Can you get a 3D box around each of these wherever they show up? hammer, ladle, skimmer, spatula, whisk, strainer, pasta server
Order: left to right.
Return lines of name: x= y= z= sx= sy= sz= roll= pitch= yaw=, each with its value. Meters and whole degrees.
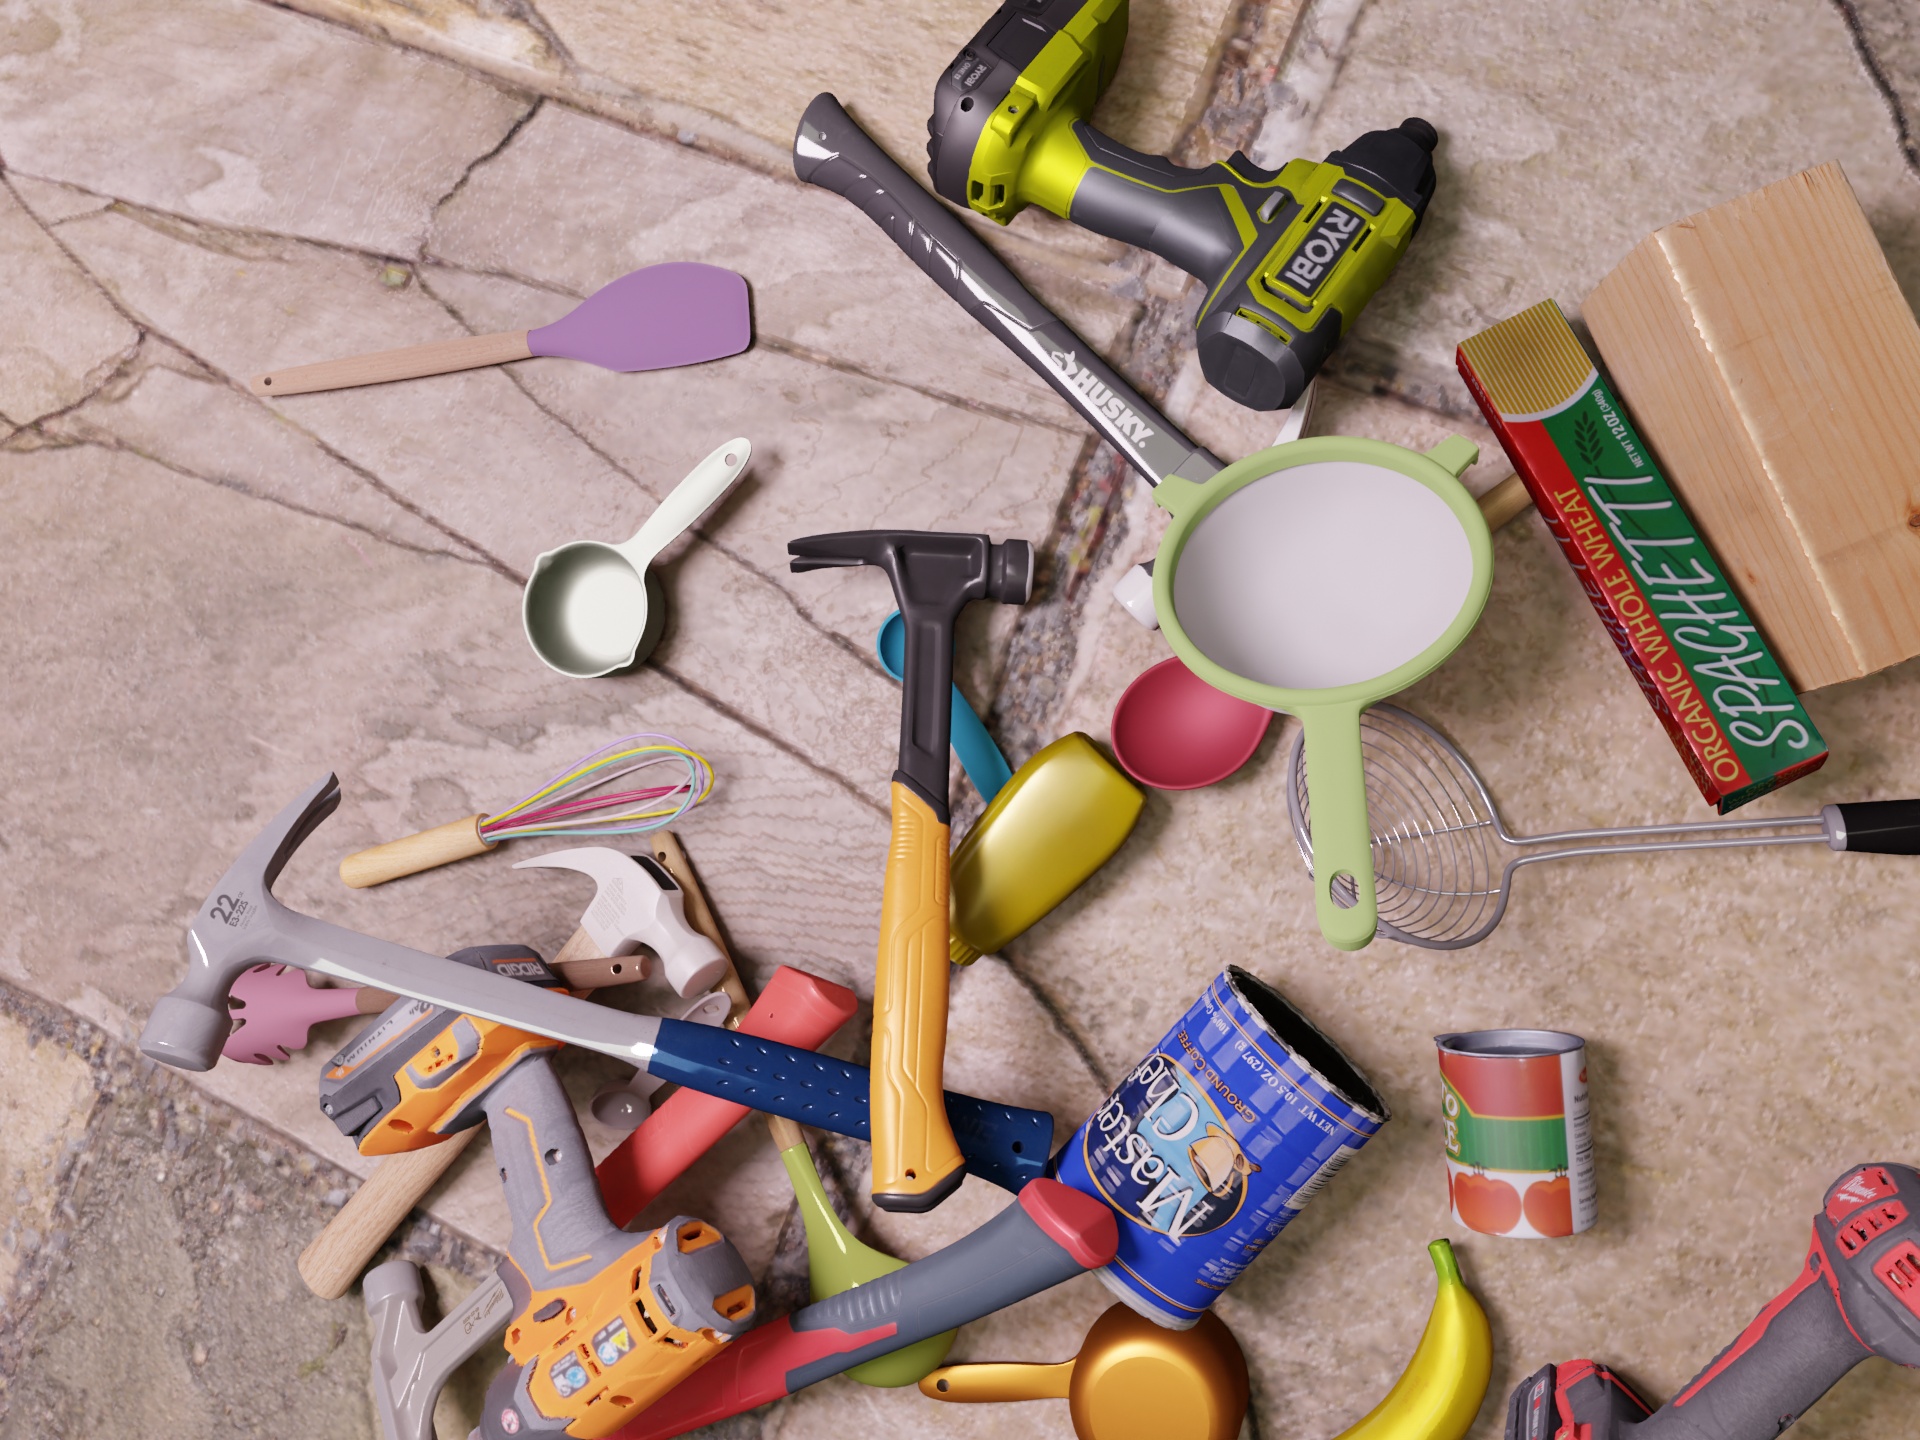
pasta server: x=-0.306 y=0.153 z=0.887 sx=0.316 sy=0.040 sz=0.060 roll=-10 pitch=79 yaw=21
hammer: x=-0.270 y=0.202 z=0.894 sx=0.331 sy=0.031 sz=0.130 roll=-49 pitch=65 yaw=13
spatula: x=-0.270 y=-0.217 z=0.918 sx=0.316 sy=0.018 sz=0.060 roll=-6 pitch=86 yaw=13
whisk: x=-0.247 y=0.060 z=0.896 sx=0.245 sy=0.047 sz=0.051 roll=-17 pitch=73 yaw=18
hammer: x=-0.184 y=0.261 z=0.833 sx=0.359 sy=0.036 sz=0.149 roll=-43 pitch=52 yaw=14
hammer: x=-0.152 y=0.143 z=0.746 sx=0.405 sy=0.035 sz=0.144 roll=17 pitch=63 yaw=-5
ladle: x=-0.094 y=0.202 z=0.856 sx=0.078 sy=0.062 sz=0.320 roll=-33 pitch=74 yaw=24
hammer: x=-0.076 y=0.327 z=0.787 sx=0.386 sy=0.038 sz=0.143 roll=-32 pitch=76 yaw=29
hammer: x=-0.028 y=0.061 z=0.767 sx=0.127 sy=0.034 sz=0.337 roll=2 pitch=68 yaw=-3
hammer: x=0.035 y=-0.213 z=0.828 sx=0.146 sy=0.035 sz=0.335 roll=-46 pitch=78 yaw=10
strainer: x=0.167 y=-0.009 z=0.712 sx=0.151 sy=0.069 sz=0.257 roll=-6 pitch=58 yaw=15
ladle: x=0.210 y=-0.068 z=0.783 sx=0.315 sy=0.031 sz=0.069 roll=-36 pitch=72 yaw=9
skimmer: x=0.333 y=0.039 z=0.715 sx=0.363 sy=0.090 sz=0.127 roll=-4 pitch=56 yaw=13

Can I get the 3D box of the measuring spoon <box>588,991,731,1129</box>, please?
measuring spoon: x=-0.161 y=0.181 z=0.865 sx=0.034 sy=0.018 sz=0.124 roll=31 pitch=118 yaw=-24

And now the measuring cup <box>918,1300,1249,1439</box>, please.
measuring cup: x=0.057 y=0.341 z=0.800 sx=0.173 sy=0.052 sz=0.095 roll=-6 pitch=87 yaw=13

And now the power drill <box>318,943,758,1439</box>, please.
power drill: x=-0.220 y=0.243 z=0.781 sx=0.164 sy=0.084 sz=0.227 roll=-41 pitch=72 yaw=12

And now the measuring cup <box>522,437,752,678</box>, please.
measuring cup: x=-0.169 y=-0.092 z=0.879 sx=0.167 sy=0.038 sz=0.083 roll=-44 pitch=79 yaw=8

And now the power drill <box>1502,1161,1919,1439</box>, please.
power drill: x=0.343 y=0.276 z=0.689 sx=0.079 sy=0.143 sz=0.219 roll=47 pitch=106 yaw=15

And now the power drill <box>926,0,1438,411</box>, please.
power drill: x=0.111 y=-0.271 z=0.777 sx=0.223 sy=0.080 sz=0.171 roll=34 pitch=73 yaw=10

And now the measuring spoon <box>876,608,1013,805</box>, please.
measuring spoon: x=-0.001 y=-0.003 z=0.846 sx=0.042 sy=0.021 sz=0.128 roll=-30 pitch=91 yaw=5
